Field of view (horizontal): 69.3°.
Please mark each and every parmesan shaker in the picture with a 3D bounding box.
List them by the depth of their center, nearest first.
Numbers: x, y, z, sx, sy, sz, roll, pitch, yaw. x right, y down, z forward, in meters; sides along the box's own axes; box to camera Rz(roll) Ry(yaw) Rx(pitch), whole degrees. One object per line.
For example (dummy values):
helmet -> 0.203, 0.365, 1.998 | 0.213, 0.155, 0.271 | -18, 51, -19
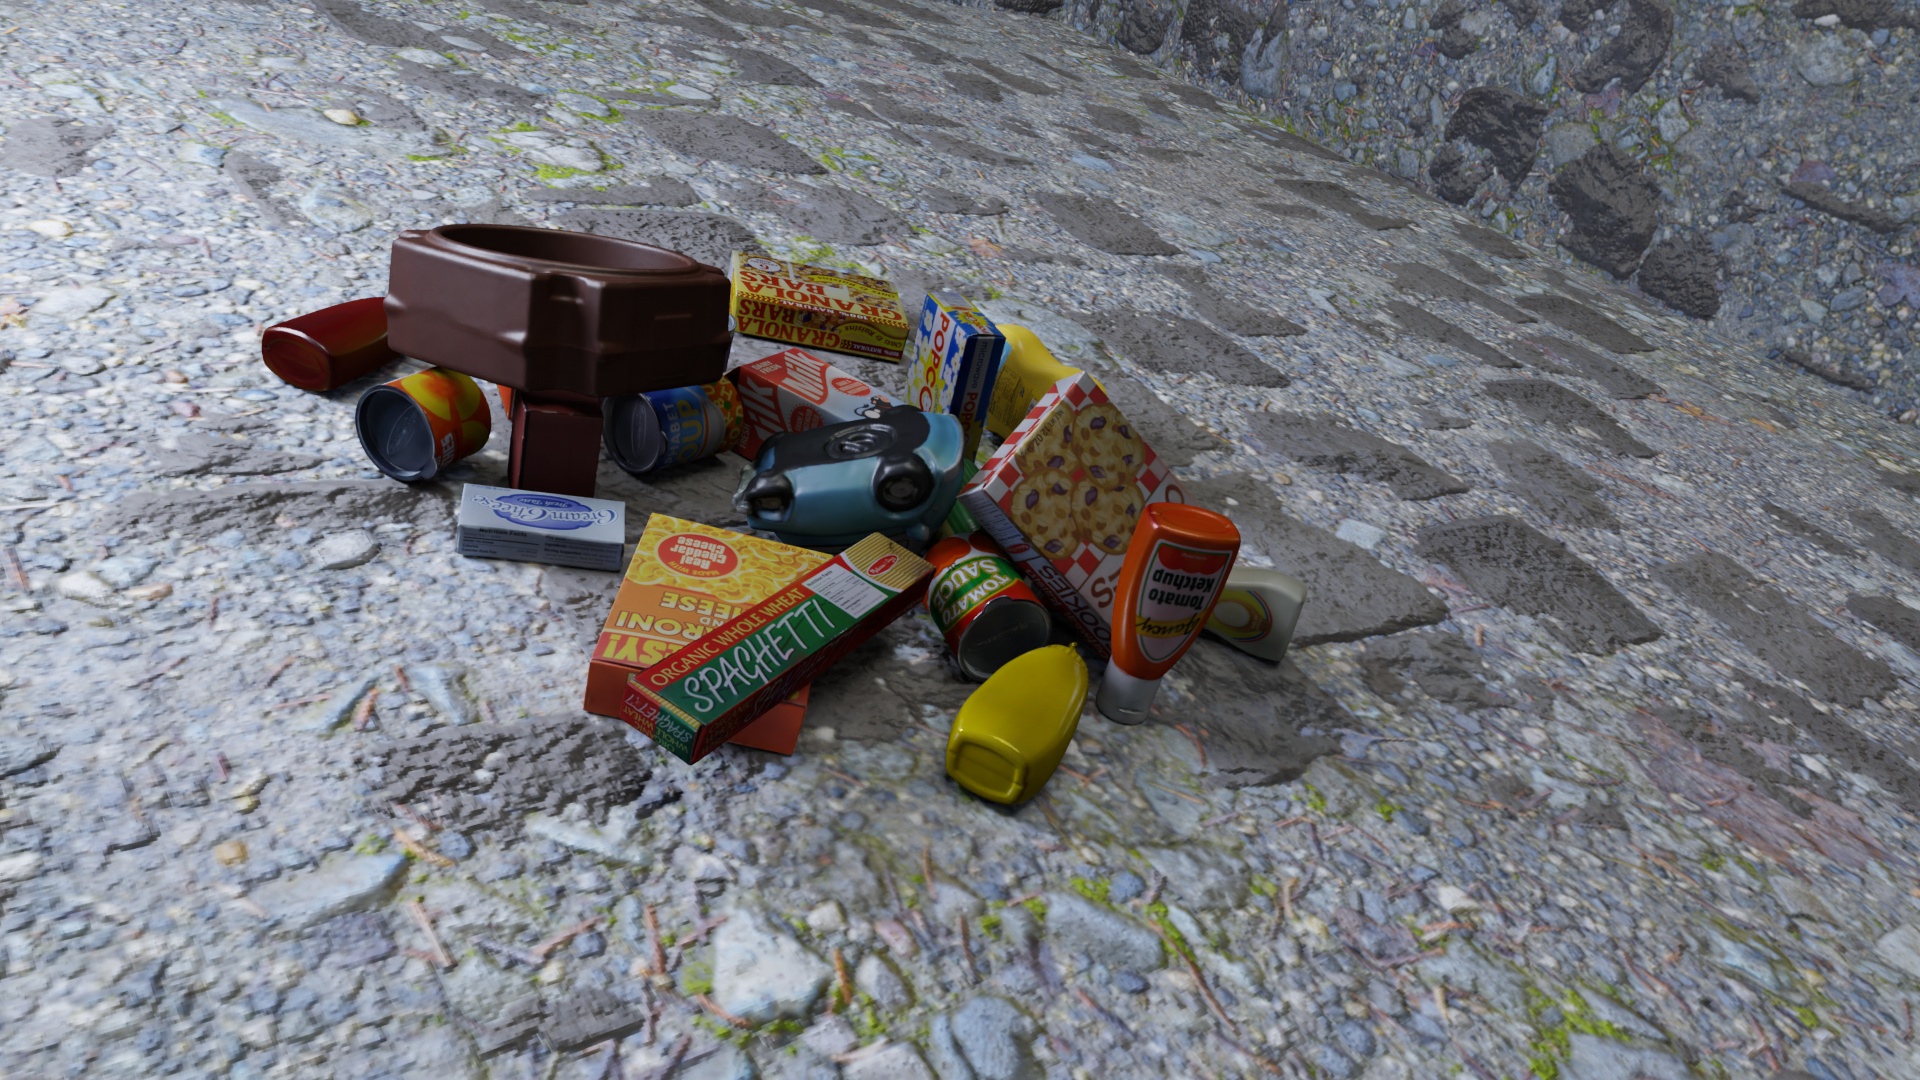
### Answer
parmesan shaker -> 0.004, -0.013, 1.010 | 0.071, 0.071, 0.103 | 3, 32, -25

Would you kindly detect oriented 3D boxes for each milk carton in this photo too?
milk carton -> -0.114, -0.091, 1.081 | 0.191, 0.073, 0.072 | 29, 30, 21

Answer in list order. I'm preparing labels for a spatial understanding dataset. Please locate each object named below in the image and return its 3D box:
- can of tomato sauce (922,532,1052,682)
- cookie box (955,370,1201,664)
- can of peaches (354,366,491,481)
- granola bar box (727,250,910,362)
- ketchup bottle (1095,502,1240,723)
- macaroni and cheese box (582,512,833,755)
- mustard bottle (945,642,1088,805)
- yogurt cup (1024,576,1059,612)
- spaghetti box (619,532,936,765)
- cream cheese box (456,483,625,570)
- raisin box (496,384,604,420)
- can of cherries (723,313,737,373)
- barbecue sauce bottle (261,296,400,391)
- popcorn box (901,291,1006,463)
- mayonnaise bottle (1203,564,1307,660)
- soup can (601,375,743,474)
can of tomato sauce -> 0.013, 0.042, 0.921 | 0.071, 0.070, 0.083 | 1, 31, -27
cookie box -> 0.095, -0.013, 0.953 | 0.167, 0.040, 0.123 | 48, 62, -15
can of peaches -> -0.358, -0.078, 0.934 | 0.071, 0.071, 0.058 | 25, 29, 13
granola bar box -> -0.140, -0.226, 1.341 | 0.166, 0.039, 0.125 | 8, 29, -16
ketchup bottle -> 0.125, 0.049, 0.888 | 0.065, 0.148, 0.044 | 10, 29, -13
macaroni and cheese box -> -0.148, 0.051, 0.845 | 0.124, 0.040, 0.167 | 13, 29, -7
mustard bottle -> 0.046, 0.102, 0.855 | 0.065, 0.048, 0.161 | 25, 29, 15
yogurt cup -> 0.080, 0.023, 1.000 | 0.054, 0.072, 0.073 | 19, 27, -14
spaghetti box -> -0.096, 0.054, 0.798 | 0.050, 0.028, 0.251 | 30, 30, 16
cream cheese box -> -0.271, -0.008, 0.901 | 0.104, 0.024, 0.053 | 7, 31, -18
raisin box -> -0.294, -0.127, 1.081 | 0.123, 0.040, 0.086 | 1, 31, -29
can of cherries -> -0.227, -0.162, 1.160 | 0.071, 0.058, 0.072 | 14, 29, -8
barbecue sauce bottle -> -0.447, -0.156, 1.044 | 0.065, 0.043, 0.149 | 22, 28, 8
popcorn box -> -0.009, -0.133, 1.158 | 0.038, 0.126, 0.085 | -3, 34, -28
mayonnaise bottle -> 0.178, 0.037, 1.033 | 0.148, 0.064, 0.041 | 19, 30, 12
soup can -> -0.211, -0.088, 1.029 | 0.071, 0.071, 0.084 | 33, 32, 26
